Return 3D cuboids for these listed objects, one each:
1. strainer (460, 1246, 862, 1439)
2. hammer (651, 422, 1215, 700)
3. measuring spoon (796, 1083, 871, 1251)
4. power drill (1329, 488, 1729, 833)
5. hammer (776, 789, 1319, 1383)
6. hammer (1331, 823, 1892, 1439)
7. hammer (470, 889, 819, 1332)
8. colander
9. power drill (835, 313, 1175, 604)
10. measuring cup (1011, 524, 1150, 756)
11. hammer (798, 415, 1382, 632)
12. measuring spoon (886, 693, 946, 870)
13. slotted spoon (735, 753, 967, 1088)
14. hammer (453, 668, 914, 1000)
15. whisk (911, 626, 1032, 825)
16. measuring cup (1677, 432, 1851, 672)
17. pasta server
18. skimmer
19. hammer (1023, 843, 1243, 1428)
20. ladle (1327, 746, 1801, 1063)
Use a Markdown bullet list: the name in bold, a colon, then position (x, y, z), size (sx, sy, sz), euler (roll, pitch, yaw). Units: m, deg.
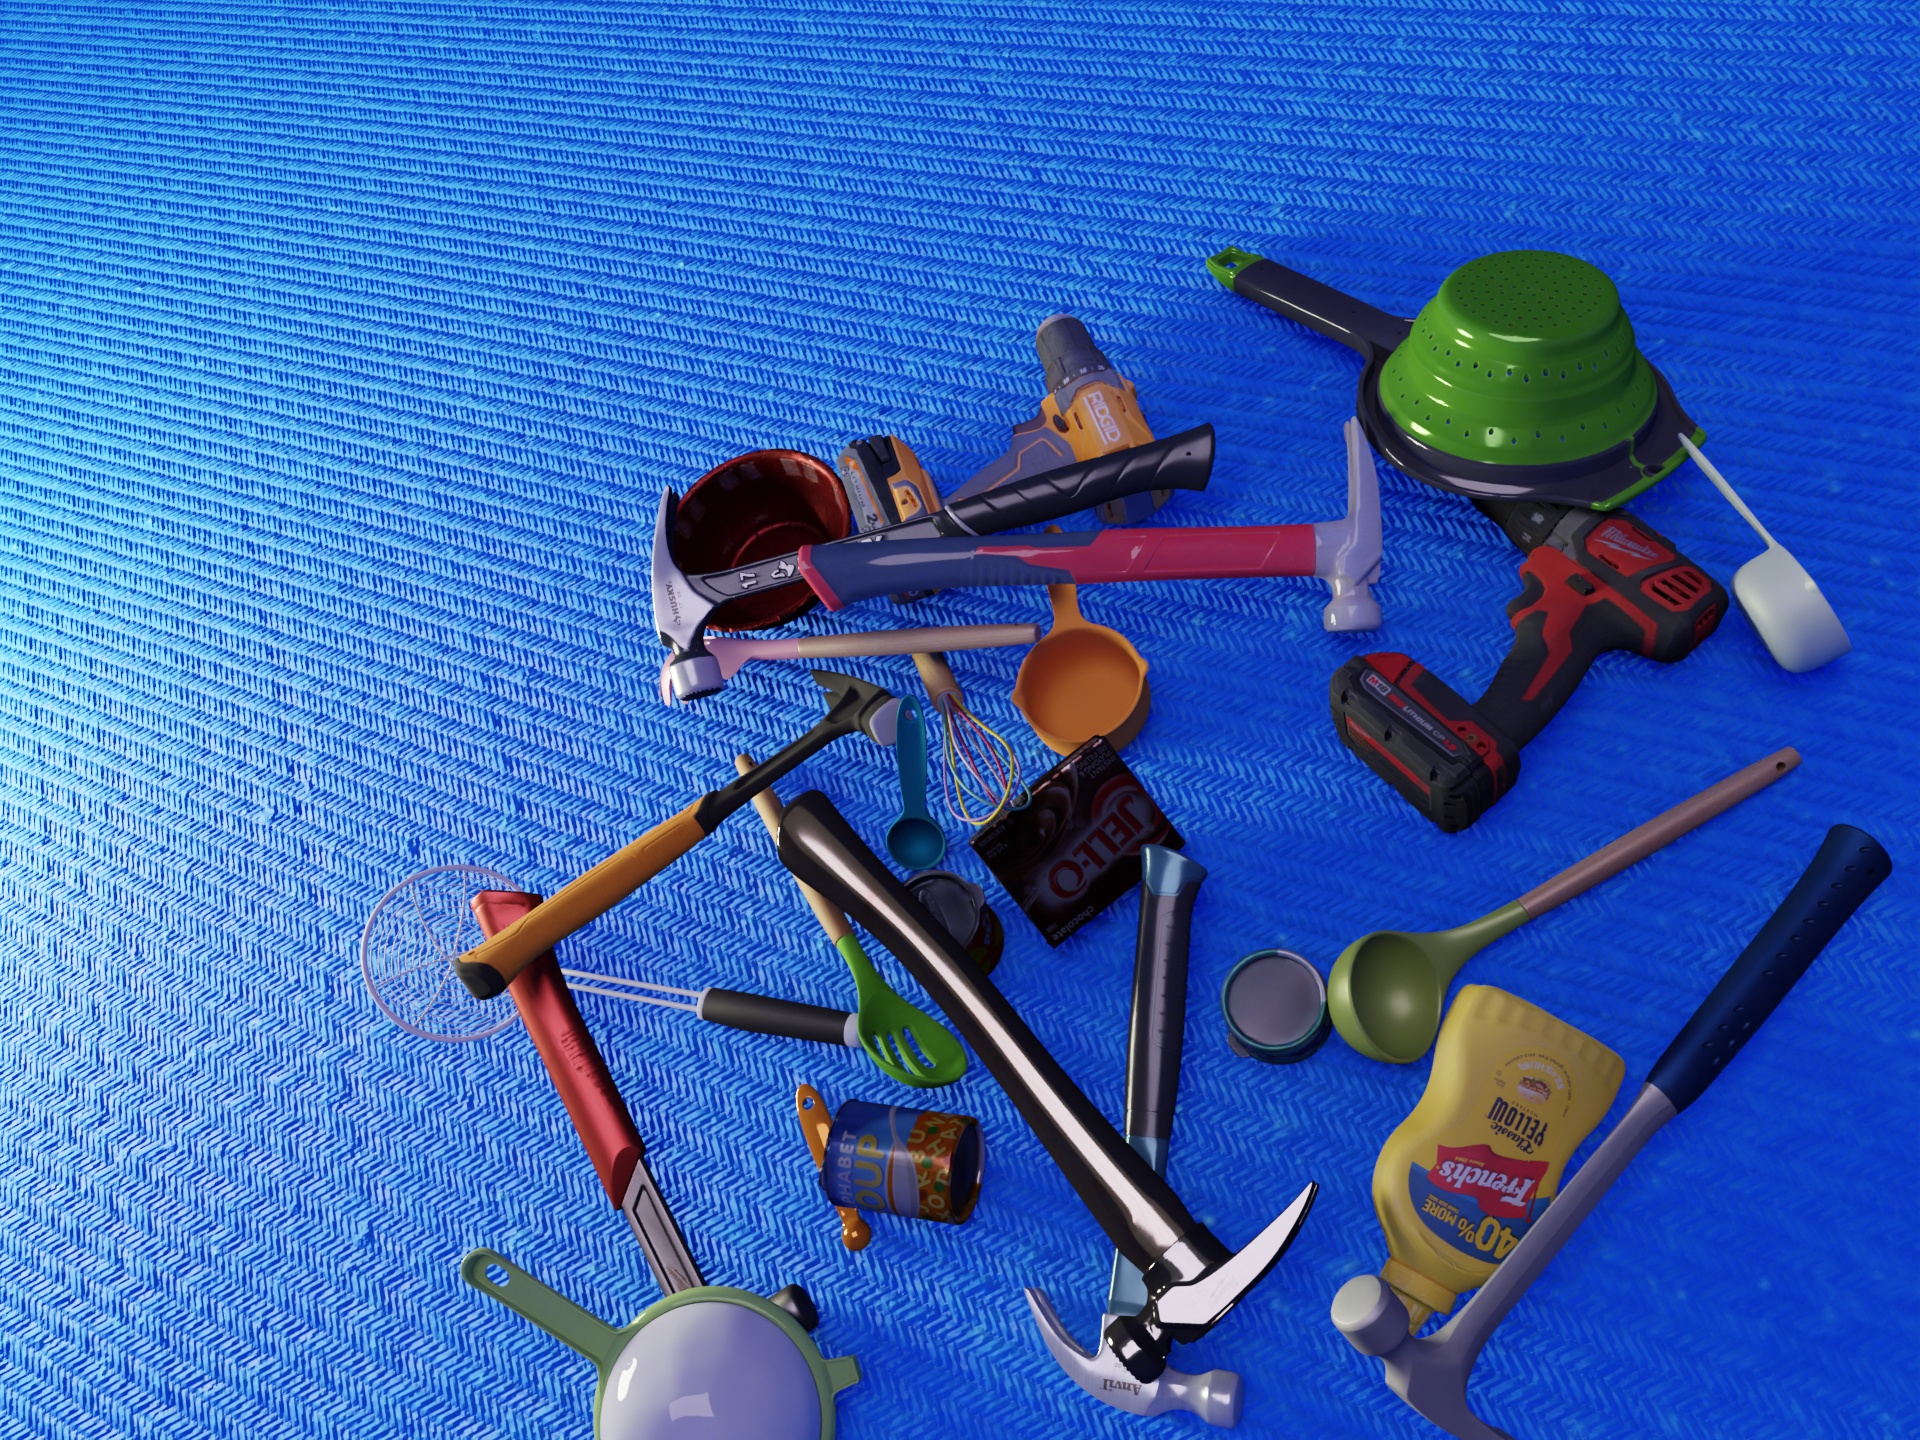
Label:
- **strainer**: position (-0.197, 0.391, 0.942), size (0.256, 0.069, 0.151), euler (29, 86, 9)
- **hammer**: position (-0.020, -0.137, 1.107), size (0.409, 0.036, 0.149), euler (-16, 83, 2)
- **measuring spoon**: position (-0.085, 0.287, 1.030), size (0.021, 0.011, 0.117), euler (-29, 59, 5)
- **power drill**: position (0.338, -0.061, 1.009), size (0.226, 0.080, 0.188), euler (-40, 59, -5)
- **hammer**: position (0.028, 0.183, 0.963), size (0.146, 0.038, 0.411), euler (-43, 64, -1)
- **hammer**: position (0.373, 0.216, 0.857), size (0.405, 0.144, 0.035), euler (-44, 15, -13)
- **hammer**: position (-0.239, 0.271, 1.036), size (0.149, 0.036, 0.359), euler (-32, 73, 1)
- **colander**: position (0.315, -0.282, 1.086), size (0.204, 0.094, 0.397), euler (-33, 49, -21)
- **power drill**: position (0.026, -0.202, 1.188), size (0.226, 0.084, 0.186), euler (-22, 60, 4)
- **measuring cup**: position (0.081, -0.053, 1.109), size (0.095, 0.052, 0.174), euler (-14, 62, 12)
- **hammer**: position (0.085, -0.125, 1.064), size (0.386, 0.038, 0.143), euler (-2, 89, 1)
- **measuring spoon**: position (-0.030, 0.040, 1.084), size (0.042, 0.021, 0.128), euler (1, 110, 8)
- **slotted spoon**: position (-0.088, 0.132, 1.091), size (0.314, 0.070, 0.031), euler (55, 128, 36)
- **hammer**: position (-0.192, 0.073, 1.075), size (0.337, 0.034, 0.127), euler (-36, 26, -19)
- **whisk**: position (0.000, -0.005, 1.072), size (0.051, 0.047, 0.245), euler (-3, 30, -13)
- **measuring cup**: position (0.474, -0.101, 0.967), size (0.038, 0.083, 0.168), euler (-35, 69, 18)
- **pasta server**: position (-0.087, -0.047, 1.139), size (0.316, 0.040, 0.060), euler (-2, 28, 26)
- **skimmer**: position (-0.240, 0.179, 1.093), size (0.363, 0.090, 0.127), euler (5, 68, 22)
- **hammer**: position (0.115, 0.237, 0.955), size (0.128, 0.033, 0.331), euler (0, 71, 21)
- **ladle**: position (0.358, 0.101, 0.935), size (0.320, 0.062, 0.078), euler (-30, 94, 0)
